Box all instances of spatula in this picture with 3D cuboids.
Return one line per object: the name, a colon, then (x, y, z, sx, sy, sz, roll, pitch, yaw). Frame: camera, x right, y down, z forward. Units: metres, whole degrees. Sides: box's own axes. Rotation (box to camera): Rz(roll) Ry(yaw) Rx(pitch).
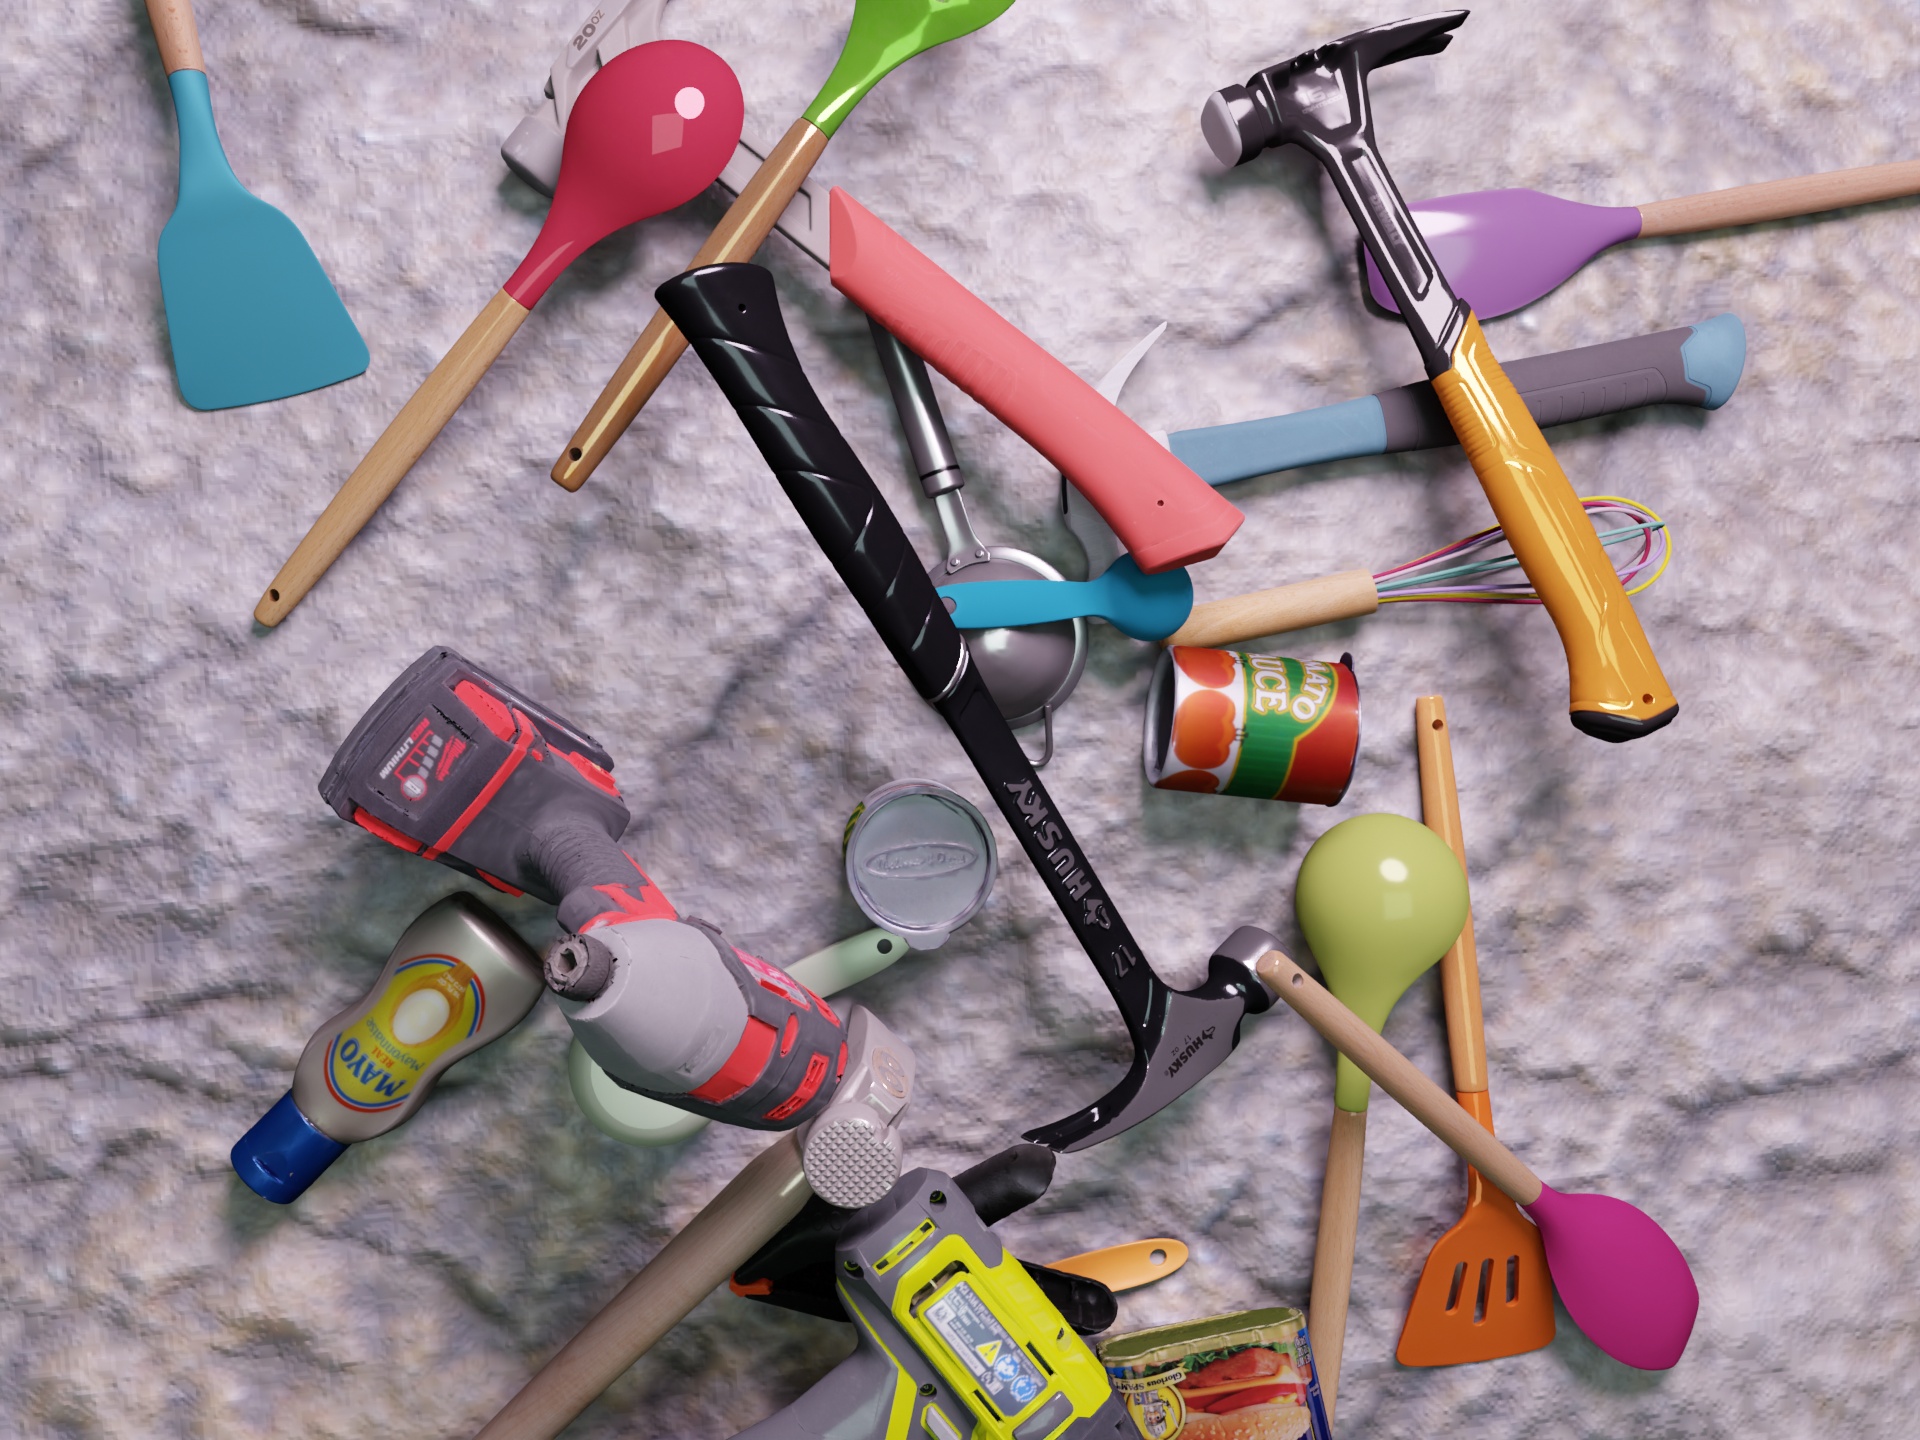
spatula: (-0.339, -0.298, 0.690, 0.082, 0.044, 0.317, -15, 88, -4)
spatula: (0.346, -0.239, 0.758, 0.316, 0.018, 0.060, -11, 95, -4)
spatula: (0.236, 0.149, 0.756, 0.081, 0.041, 0.322, -5, 88, -7)

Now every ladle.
ladle: (-0.206, -0.160, 0.678, 0.069, 0.031, 0.315, 42, 99, 5)
ladle: (0.183, 0.202, 0.745, 0.078, 0.062, 0.320, 8, 99, 25)

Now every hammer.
hammer: (0.233, -0.149, 0.703, 0.127, 0.034, 0.337, -24, 85, -8)
hammer: (-0.001, -0.002, 0.655, 0.149, 0.036, 0.408, -40, 108, -26)
hammer: (-0.171, 0.286, 0.689, 0.038, 0.146, 0.410, 44, 97, -6)
hammer: (-0.020, -0.195, 0.690, 0.359, 0.036, 0.149, 39, 88, 4)
hammer: (0.207, -0.139, 0.740, 0.331, 0.033, 0.128, -12, 94, -5)

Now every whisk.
whisk: (0.213, -0.062, 0.738, 0.245, 0.051, 0.047, -12, 98, -2)

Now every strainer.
strainer: (-0.007, -0.100, 0.719, 0.087, 0.050, 0.258, -18, 90, 10)

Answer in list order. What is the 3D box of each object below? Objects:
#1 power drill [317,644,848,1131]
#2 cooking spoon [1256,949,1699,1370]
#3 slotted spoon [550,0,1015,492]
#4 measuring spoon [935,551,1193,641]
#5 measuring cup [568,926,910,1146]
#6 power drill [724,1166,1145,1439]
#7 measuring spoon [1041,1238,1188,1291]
power drill: (-0.148, 0.066, 0.612, 0.220, 0.143, 0.078, 37, 87, 36)
cooking spoon: (0.241, 0.199, 0.718, 0.318, 0.017, 0.069, 41, 67, -19)
slotted spoon: (-0.074, -0.224, 0.663, 0.070, 0.031, 0.314, 36, 89, 10)
measuring spoon: (0.043, -0.054, 0.689, 0.128, 0.021, 0.042, -5, 83, -14)
measuring cup: (-0.097, 0.134, 0.713, 0.167, 0.038, 0.083, -25, 94, -2)
power drill: (-0.042, 0.310, 0.616, 0.223, 0.080, 0.171, -39, 92, -8)
measuring spoon: (0.051, 0.261, 0.748, 0.117, 0.011, 0.021, -10, 92, -9)
